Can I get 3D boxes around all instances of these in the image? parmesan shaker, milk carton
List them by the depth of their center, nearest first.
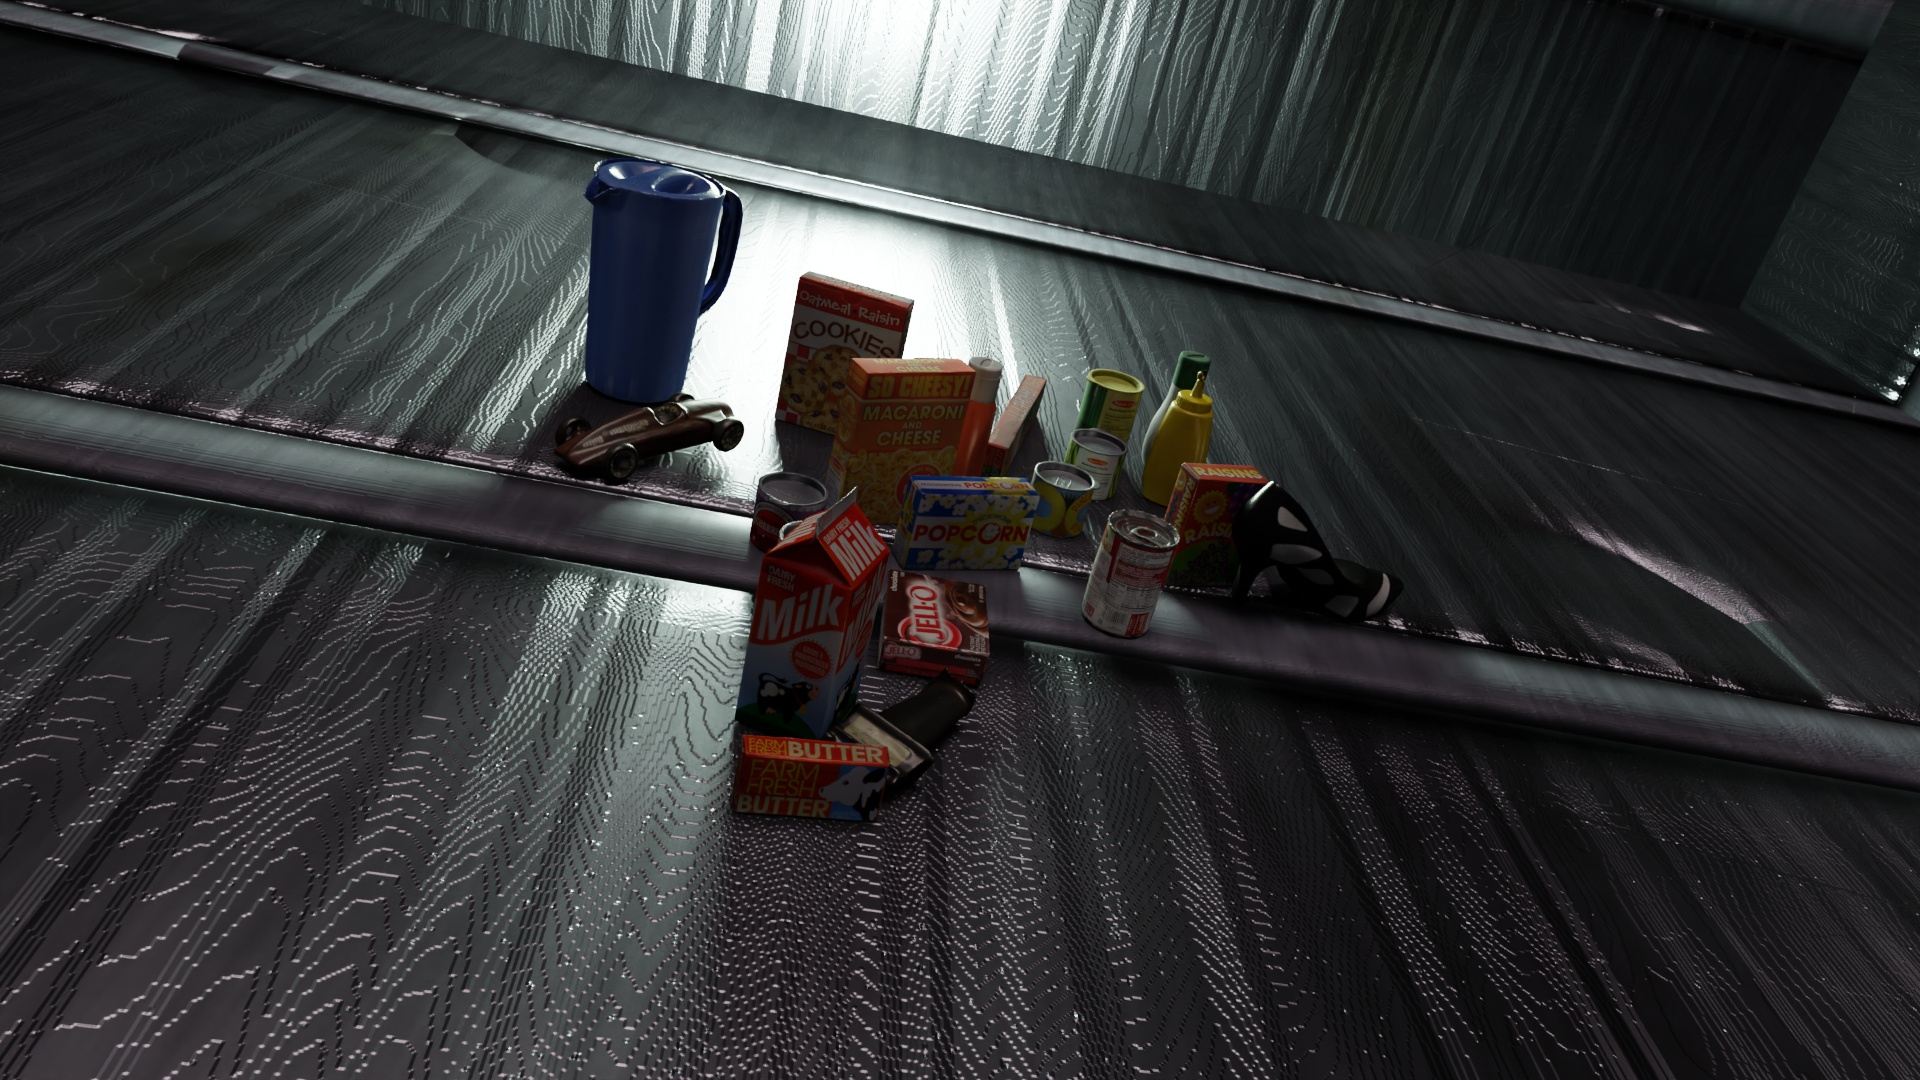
[{"bbox_3d":[-0.107,0.054,1.026,0.073,0.189,0.073,20,27,11],"label":"milk carton"},{"bbox_3d":[0.166,-0.140,1.620,0.071,0.102,0.071,11,27,-6],"label":"parmesan shaker"}]

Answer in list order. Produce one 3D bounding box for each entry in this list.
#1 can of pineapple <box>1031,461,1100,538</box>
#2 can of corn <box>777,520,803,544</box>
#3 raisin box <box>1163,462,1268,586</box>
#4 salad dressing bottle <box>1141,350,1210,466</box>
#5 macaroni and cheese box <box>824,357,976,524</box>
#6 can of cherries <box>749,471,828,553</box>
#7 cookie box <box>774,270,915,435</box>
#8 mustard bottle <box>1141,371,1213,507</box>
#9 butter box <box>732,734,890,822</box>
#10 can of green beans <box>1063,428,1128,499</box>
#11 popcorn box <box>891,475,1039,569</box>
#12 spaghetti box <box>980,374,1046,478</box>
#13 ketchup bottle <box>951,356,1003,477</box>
[{"bbox_3d":[0.104,-0.042,1.455,0.071,0.057,0.071,11,27,-6],"label":"can of pineapple"},{"bbox_3d":[-0.128,0.025,1.216,0.071,0.058,0.071,11,27,-6],"label":"can of corn"},{"bbox_3d":[0.250,-0.015,1.403,0.086,0.122,0.040,2,29,-22],"label":"raisin box"},{"bbox_3d":[0.256,-0.149,1.631,0.064,0.147,0.044,-5,33,-34],"label":"salad dressing bottle"},{"bbox_3d":[-0.063,-0.097,1.359,0.124,0.165,0.040,-5,33,-33],"label":"macaroni and cheese box"},{"bbox_3d":[-0.161,-0.023,1.290,0.071,0.058,0.072,11,27,-6],"label":"can of cherries"},{"bbox_3d":[-0.128,-0.197,1.516,0.123,0.166,0.040,16,27,3],"label":"cookie box"},{"bbox_3d":[0.250,-0.115,1.552,0.065,0.159,0.049,21,28,14],"label":"mustard bottle"},{"bbox_3d":[-0.104,0.166,0.967,0.103,0.053,0.024,7,28,-14],"label":"butter box"},{"bbox_3d":[0.149,-0.085,1.558,0.071,0.057,0.071,11,27,-6],"label":"can of green beans"},{"bbox_3d":[0.005,-0.017,1.329,0.127,0.084,0.038,0,30,-25],"label":"popcorn box"},{"bbox_3d":[0.061,-0.131,1.610,0.029,0.050,0.251,17,27,6],"label":"spaghetti box"},{"bbox_3d":[0.011,-0.118,1.453,0.043,0.148,0.065,19,27,8],"label":"ketchup bottle"}]
